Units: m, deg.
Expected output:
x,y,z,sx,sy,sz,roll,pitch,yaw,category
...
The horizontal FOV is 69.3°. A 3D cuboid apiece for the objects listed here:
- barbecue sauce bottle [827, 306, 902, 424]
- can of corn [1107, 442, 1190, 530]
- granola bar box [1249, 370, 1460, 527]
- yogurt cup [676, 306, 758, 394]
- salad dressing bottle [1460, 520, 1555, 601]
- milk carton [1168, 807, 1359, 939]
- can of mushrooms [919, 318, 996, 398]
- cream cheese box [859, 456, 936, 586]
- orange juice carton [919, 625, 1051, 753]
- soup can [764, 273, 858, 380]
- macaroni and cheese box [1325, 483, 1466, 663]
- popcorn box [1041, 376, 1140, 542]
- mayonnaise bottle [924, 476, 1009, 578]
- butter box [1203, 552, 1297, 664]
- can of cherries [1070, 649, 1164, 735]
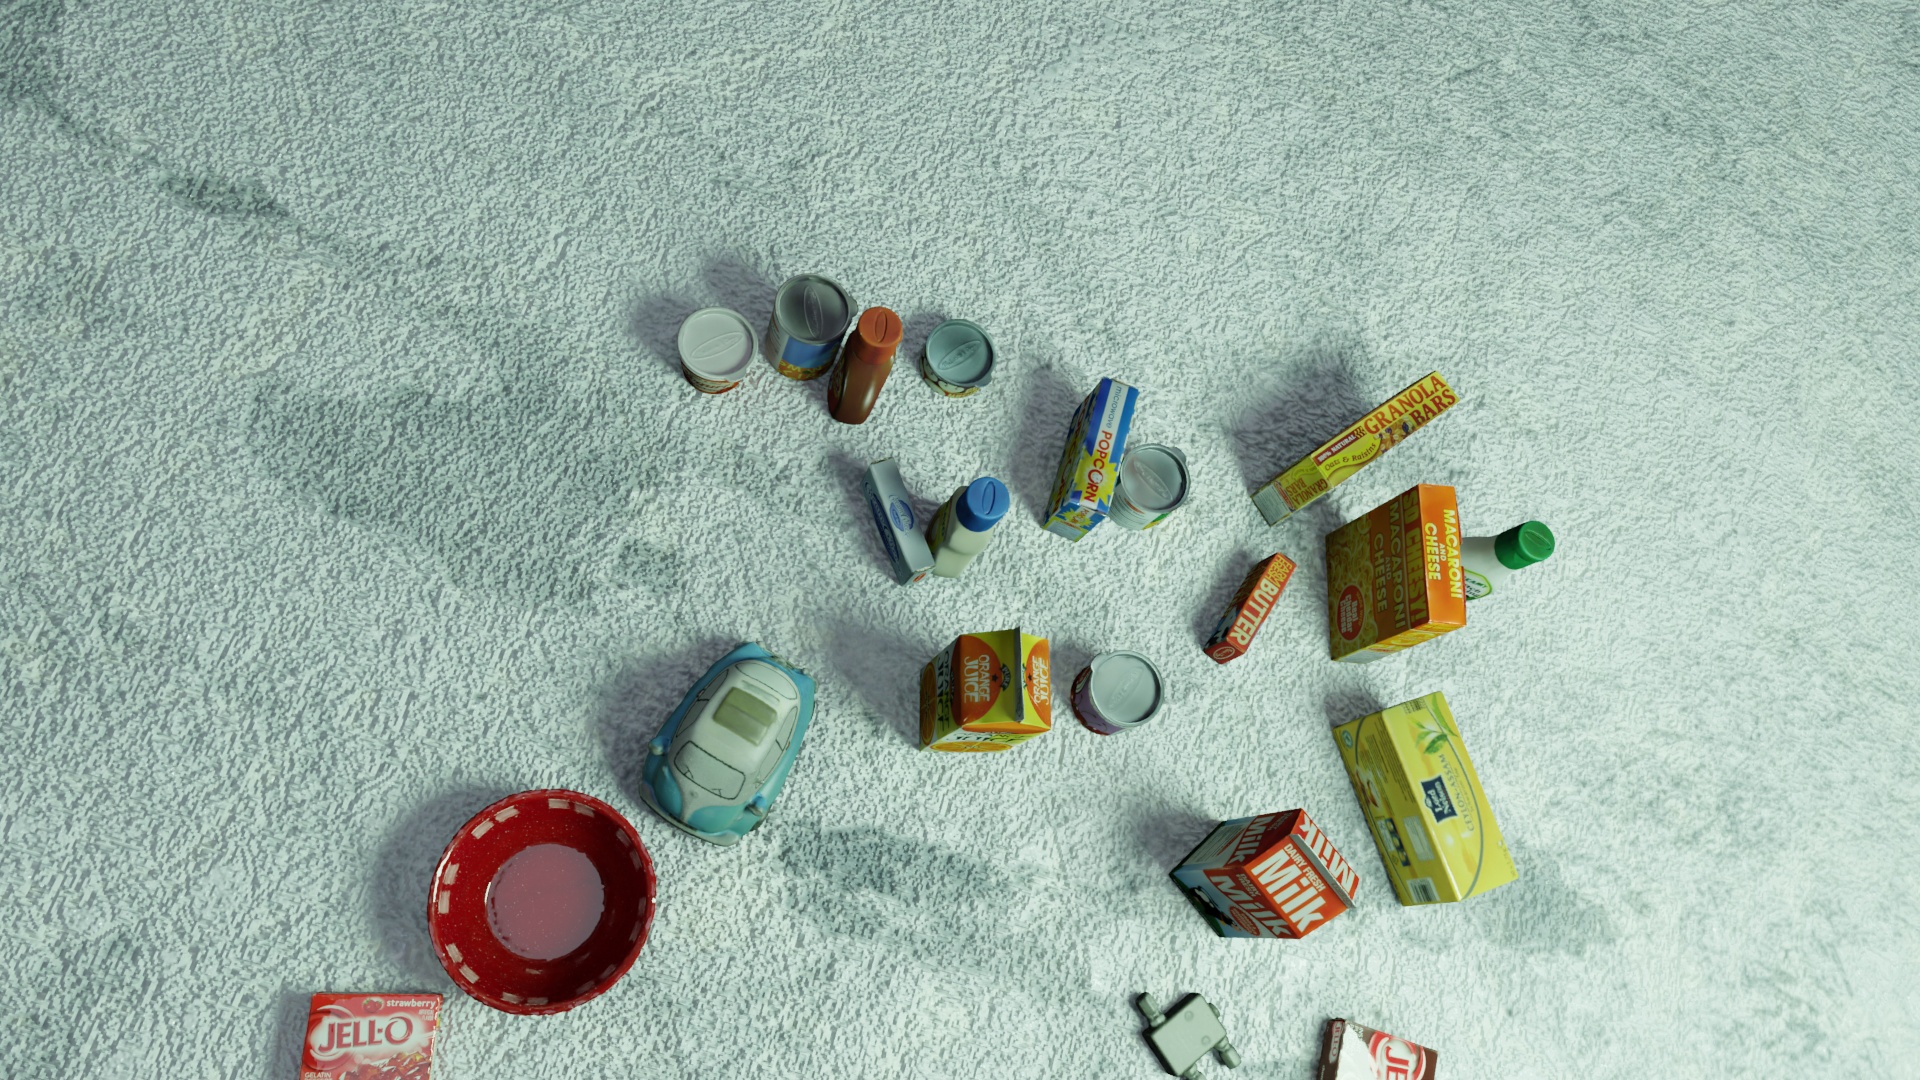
x,y,z,sx,sy,sz,roll,pitch,yaw,category
-0.080,-0.151,1.173,0.044,0.148,0.065,9,72,-12,barbecue sauce bottle
0.168,-0.049,1.255,0.071,0.058,0.071,4,73,-13,can of corn
0.361,-0.084,1.280,0.166,0.124,0.039,-32,84,-21,granola bar box
-0.211,-0.160,1.193,0.072,0.053,0.072,4,73,-13,yogurt cup
0.481,0.018,1.268,0.064,0.147,0.044,32,69,-4,salad dressing bottle
0.248,0.267,1.110,0.074,0.190,0.072,-38,86,-21,milk carton
-0.002,-0.162,1.259,0.071,0.033,0.071,4,73,-13,can of mushrooms
-0.055,-0.015,1.190,0.024,0.053,0.104,-18,79,-19,cream cheese box
0.022,0.121,1.095,0.073,0.192,0.072,4,73,-13,orange juice carton
-0.130,-0.184,1.205,0.071,0.083,0.071,4,73,-13,soup can
0.382,0.032,1.228,0.040,0.166,0.124,5,73,-13,macaroni and cheese box
0.116,-0.072,1.234,0.038,0.085,0.127,20,70,-8,popcorn box
0.004,-0.014,1.155,0.041,0.147,0.065,12,72,-11,mayonnaise bottle
0.260,0.061,1.249,0.024,0.053,0.104,36,69,-2,butter box
0.132,0.129,1.193,0.071,0.058,0.071,4,73,-13,can of cherries
